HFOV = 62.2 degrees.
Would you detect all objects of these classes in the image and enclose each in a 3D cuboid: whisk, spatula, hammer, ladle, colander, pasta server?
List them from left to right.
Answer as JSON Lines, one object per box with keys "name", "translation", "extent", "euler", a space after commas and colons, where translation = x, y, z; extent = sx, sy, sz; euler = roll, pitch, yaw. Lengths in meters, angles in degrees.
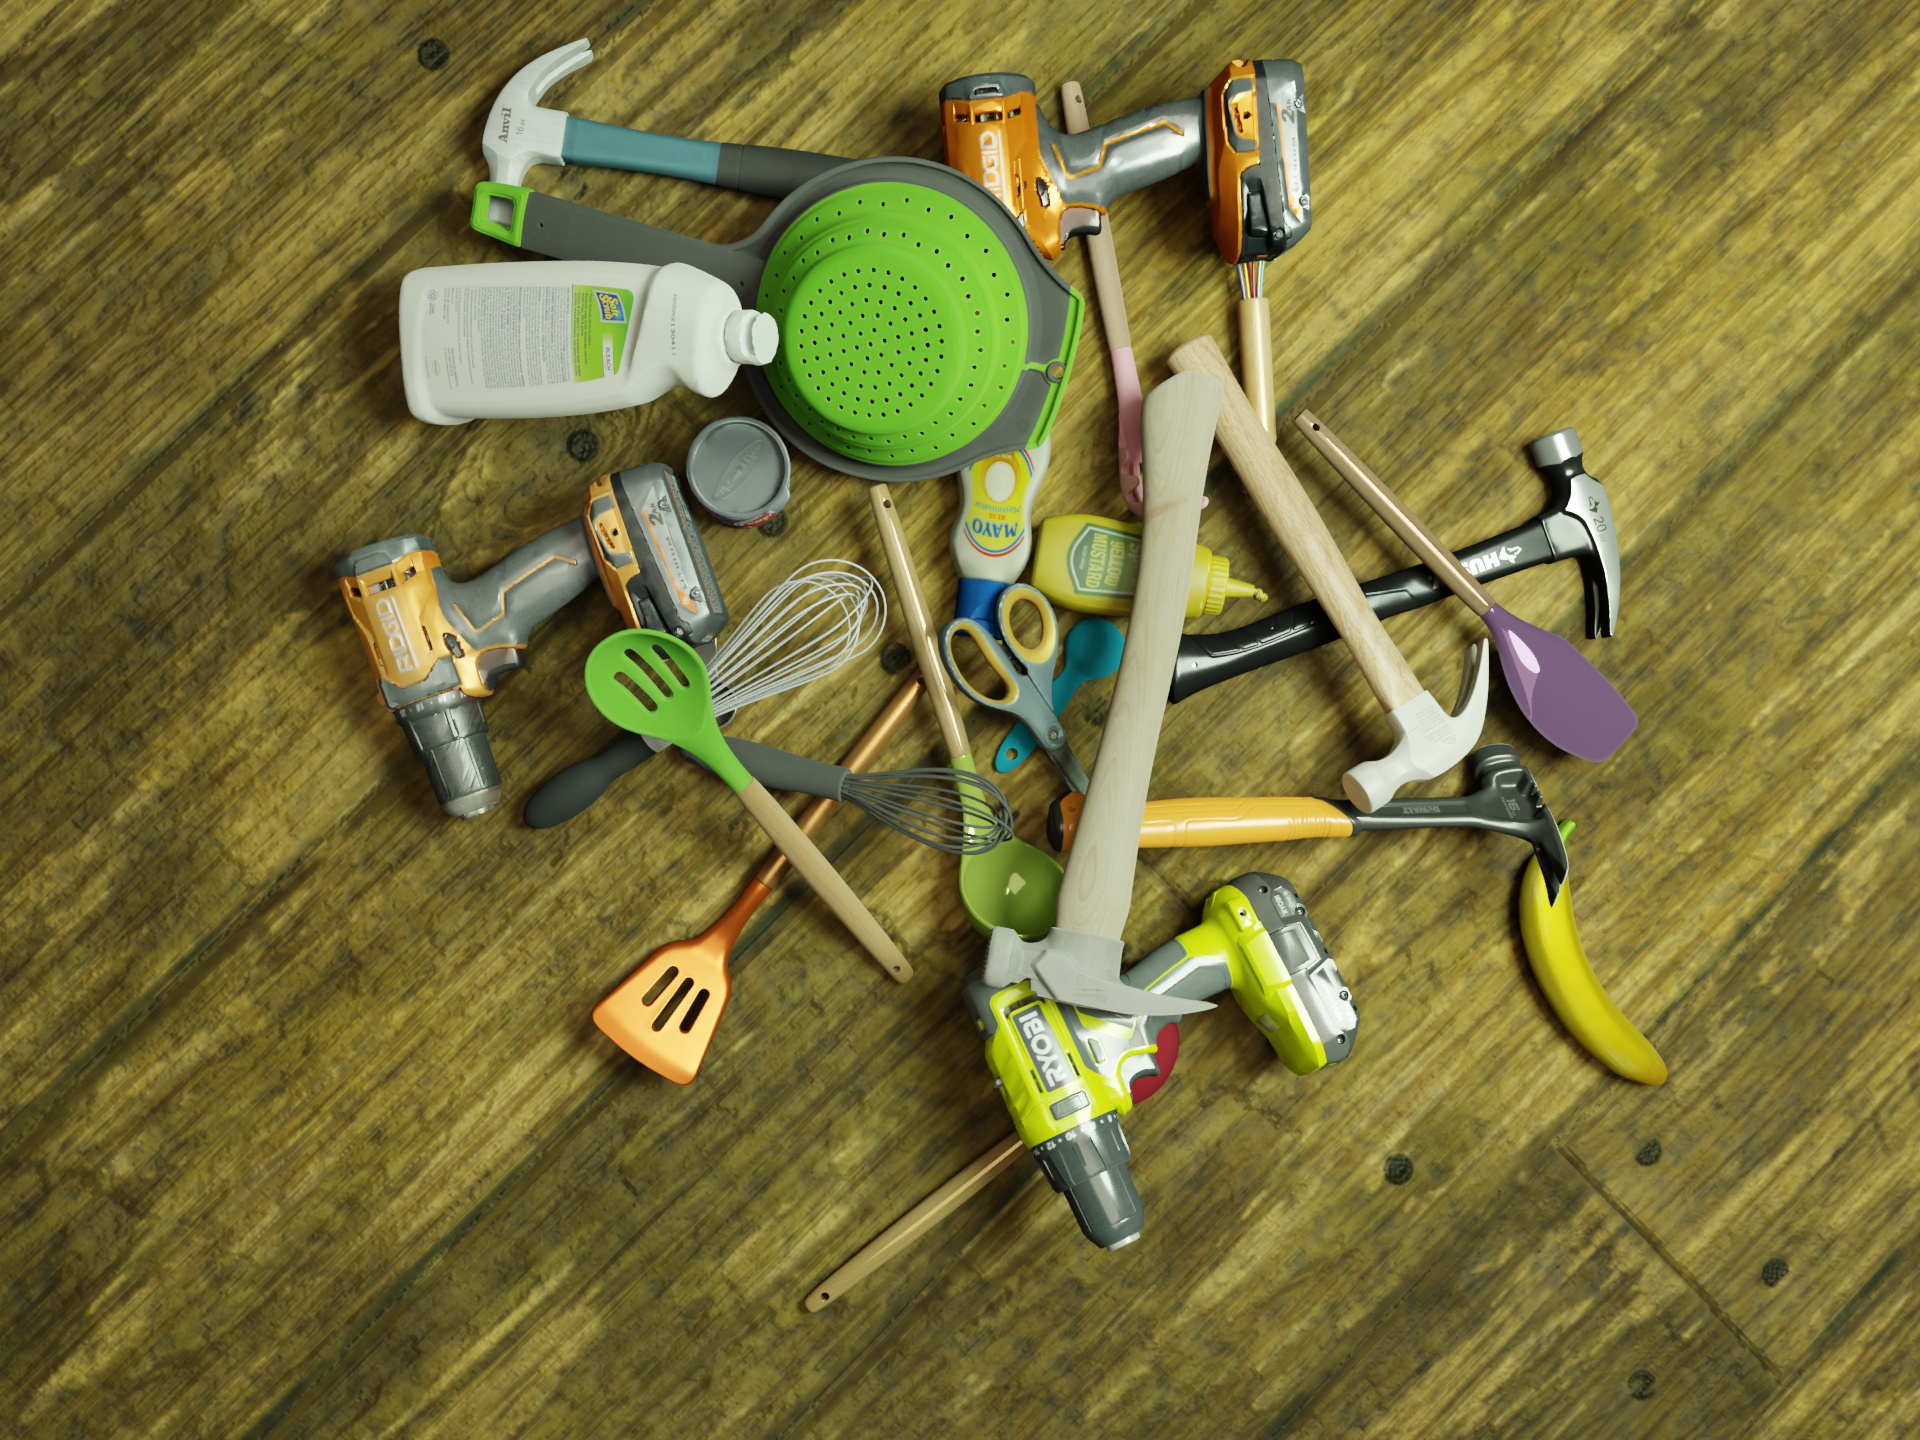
{"name": "whisk", "translation": [-0.169, -0.010, 1.029], "extent": [0.284, 0.070, 0.070], "euler": [-34, 93, 9]}
{"name": "hammer", "translation": [-0.147, -0.367, 1.058], "extent": [0.331, 0.033, 0.128], "euler": [7, 90, -5]}
{"name": "colander", "translation": [-0.125, -0.262, 0.982], "extent": [0.397, 0.094, 0.204], "euler": [16, 112, 1]}
{"name": "spatula", "translation": [-0.115, 0.090, 1.056], "extent": [0.081, 0.041, 0.322], "euler": [38, 86, -5]}
{"name": "whisk", "translation": [-0.077, 0.041, 1.025], "extent": [0.239, 0.055, 0.055], "euler": [12, 89, 18]}
{"name": "ladle", "translation": [-0.002, -0.003, 1.048], "extent": [0.078, 0.062, 0.320], "euler": [-20, 95, -31]}
{"name": "ladle", "translation": [0.021, 0.298, 1.077], "extent": [0.315, 0.031, 0.069], "euler": [-38, 91, -3]}
{"name": "pasta server", "translation": [0.108, -0.280, 1.079], "extent": [0.060, 0.040, 0.316], "euler": [-10, 89, -33]}
{"name": "hammer", "translation": [0.124, -0.021, 1.011], "extent": [0.146, 0.038, 0.411], "euler": [12, 83, 1]}
{"name": "whisk", "translation": [0.201, -0.309, 1.088], "extent": [0.051, 0.047, 0.245], "euler": [-4, 95, 7]}
{"name": "hammer", "translation": [0.225, 0.071, 1.052], "extent": [0.337, 0.127, 0.034], "euler": [-1, 131, -5]}
{"name": "hammer", "translation": [0.237, -0.112, 1.057], "extent": [0.130, 0.031, 0.331], "euler": [-29, 85, -12]}
{"name": "hammer", "translation": [0.296, -0.080, 1.097], "extent": [0.335, 0.035, 0.146], "euler": [-20, 91, -5]}
{"name": "spatula", "translation": [0.336, -0.092, 1.075], "extent": [0.060, 0.018, 0.316], "euler": [-45, 93, -4]}

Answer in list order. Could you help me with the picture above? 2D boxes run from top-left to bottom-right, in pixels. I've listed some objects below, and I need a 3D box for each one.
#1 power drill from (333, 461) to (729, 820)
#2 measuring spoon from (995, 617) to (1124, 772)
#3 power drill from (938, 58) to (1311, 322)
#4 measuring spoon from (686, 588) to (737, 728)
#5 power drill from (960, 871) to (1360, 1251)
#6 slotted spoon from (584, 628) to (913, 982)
{"name": "power drill", "translation": [-0.267, -0.052, 1.021], "extent": [0.226, 0.084, 0.185], "euler": [-19, 92, 2]}
{"name": "measuring spoon", "translation": [0.066, -0.016, 1.082], "extent": [0.042, 0.021, 0.128], "euler": [39, 86, -4]}
{"name": "power drill", "translation": [0.105, -0.335, 1.024], "extent": [0.226, 0.084, 0.164], "euler": [-5, 98, 2]}
{"name": "measuring spoon", "translation": [-0.170, -0.054, 1.067], "extent": [0.034, 0.018, 0.124], "euler": [-9, 84, 6]}
{"name": "power drill", "translation": [0.135, 0.213, 1.031], "extent": [0.228, 0.080, 0.191], "euler": [-22, 73, -12]}
{"name": "slotted spoon", "translation": [-0.125, 0.061, 1.017], "extent": [0.070, 0.031, 0.313], "euler": [-34, 113, 8]}
